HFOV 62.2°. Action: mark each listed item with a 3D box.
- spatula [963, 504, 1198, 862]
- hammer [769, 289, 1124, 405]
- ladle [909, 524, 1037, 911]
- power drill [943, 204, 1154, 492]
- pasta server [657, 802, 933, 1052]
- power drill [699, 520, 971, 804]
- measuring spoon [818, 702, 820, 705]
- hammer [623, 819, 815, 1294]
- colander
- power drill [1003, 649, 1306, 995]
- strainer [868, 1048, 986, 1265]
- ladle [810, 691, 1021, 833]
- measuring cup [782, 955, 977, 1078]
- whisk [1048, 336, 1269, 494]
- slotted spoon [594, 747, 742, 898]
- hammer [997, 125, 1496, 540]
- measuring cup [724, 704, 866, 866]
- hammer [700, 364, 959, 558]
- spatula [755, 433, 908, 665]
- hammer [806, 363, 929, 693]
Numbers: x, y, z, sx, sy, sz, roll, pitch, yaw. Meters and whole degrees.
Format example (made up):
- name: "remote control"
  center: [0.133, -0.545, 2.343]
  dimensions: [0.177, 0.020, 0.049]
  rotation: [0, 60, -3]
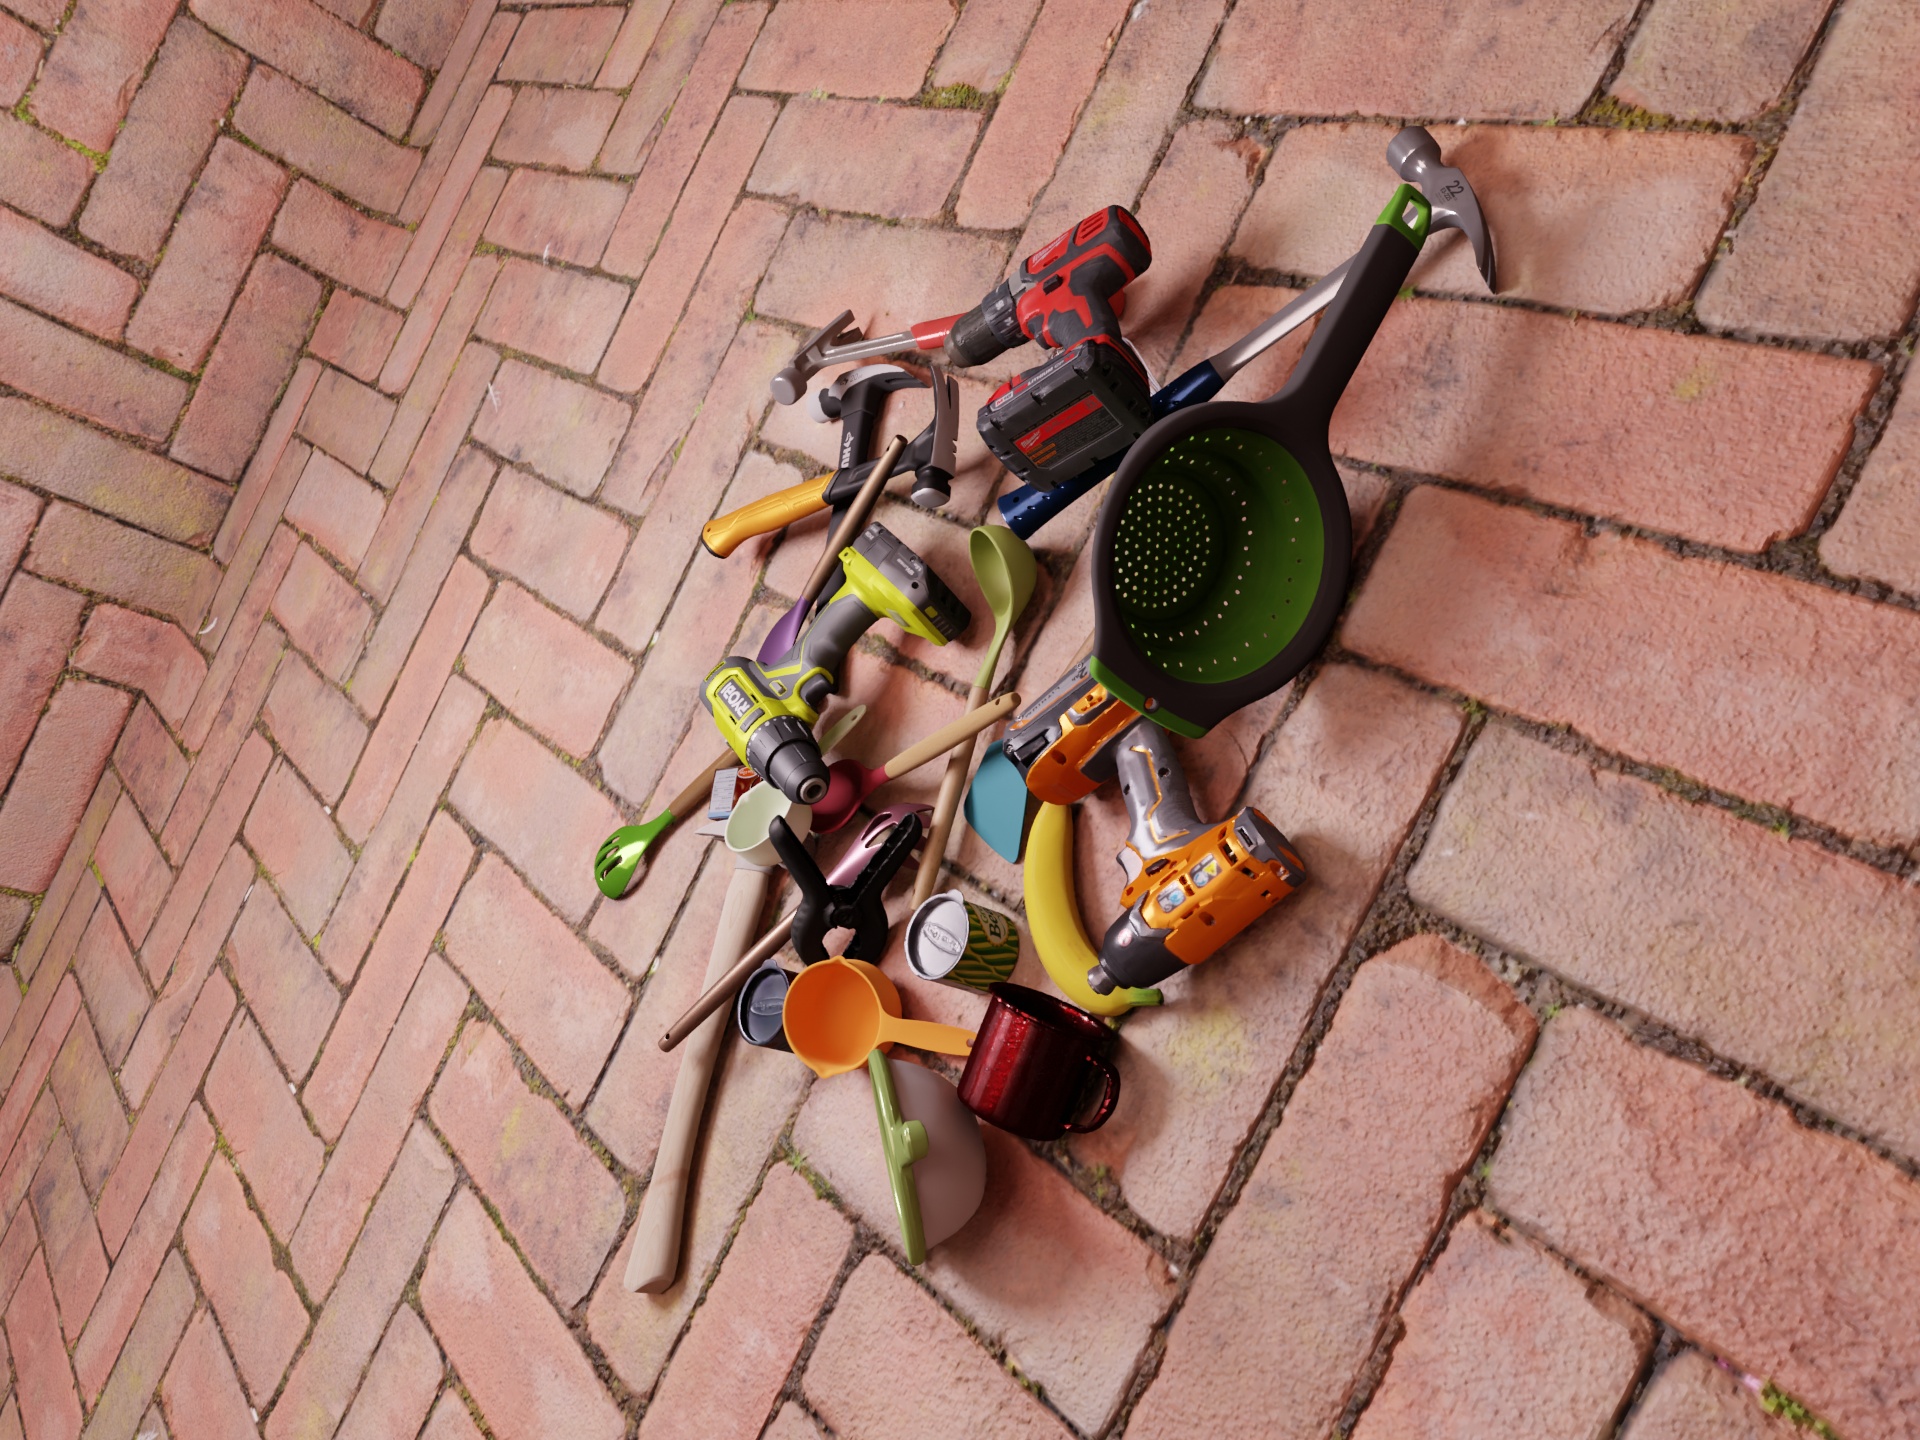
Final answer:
- name: "spatula"
  center: [0.099, -0.039, 1.229]
  dimensions: [0.317, 0.044, 0.082]
  rotation: [-54, 41, 5]
- name: "hammer"
  center: [-0.007, -0.360, 1.453]
  dimensions: [0.359, 0.036, 0.149]
  rotation: [-2, 37, 38]
- name: "ladle"
  center: [-0.002, -0.004, 1.282]
  dimensions: [0.078, 0.062, 0.320]
  rotation: [163, 124, -73]
- name: "power drill"
  center: [0.062, -0.282, 1.223]
  dimensions: [0.188, 0.080, 0.227]
  rotation: [-27, 41, 30]
- name: "pasta server"
  center: [-0.140, 0.177, 1.331]
  dimensions: [0.316, 0.040, 0.060]
  rotation: [-44, 46, 14]
- name: "power drill"
  center: [-0.105, -0.044, 1.350]
  dimensions: [0.228, 0.080, 0.191]
  rotation: [-45, 41, 0]
- name: "measuring spoon"
  center: [-0.156, 0.025, 1.468]
  dimensions: [0.021, 0.011, 0.117]
  rotation: [36, 102, 51]
- name: "hammer"
  center: [-0.232, 0.288, 1.399]
  dimensions: [0.146, 0.038, 0.411]
  rotation: [1, 73, 47]
- name: "colander"
  center: [0.197, -0.186, 1.087]
  dimensions: [0.397, 0.204, 0.095]
  rotation: [-61, 28, -2]
- name: "power drill"
  center: [0.117, 0.073, 1.106]
  dimensions: [0.164, 0.084, 0.227]
  rotation: [-42, 50, 14]
- name: "strainer"
  center: [-0.015, 0.286, 1.078]
  dimensions: [0.256, 0.069, 0.152]
  rotation: [106, 152, -71]
- name: "ladle"
  center: [-0.043, 0.031, 1.283]
  dimensions: [0.315, 0.031, 0.069]
  rotation: [-30, 47, 52]
- name: "measuring cup"
  center: [-0.051, 0.236, 1.237]
  dimensions: [0.174, 0.052, 0.095]
  rotation: [6, 87, 22]
- name: "whisk"
  center: [0.156, -0.238, 1.243]
  dimensions: [0.070, 0.070, 0.285]
  rotation: [-53, 47, 13]
- name: "slotted spoon"
  center: [-0.261, 0.071, 1.538]
  dimensions: [0.313, 0.031, 0.070]
  rotation: [-40, 47, 23]
- name: "hammer"
  center: [0.199, -0.259, 1.167]
  dimensions: [0.405, 0.035, 0.144]
  rotation: [-35, 57, 18]
- name: "measuring cup"
  center: [-0.131, 0.057, 1.366]
  dimensions: [0.167, 0.038, 0.083]
  rotation: [-47, 34, -7]
- name: "hammer"
  center: [-0.129, -0.220, 1.483]
  dimensions: [0.337, 0.034, 0.127]
  rotation: [-14, 63, 43]
- name: "spatula"
  center: [-0.126, -0.132, 1.433]
  dimensions: [0.315, 0.018, 0.060]
  rotation: [-55, 36, 33]
- name: "hammer"
  center: [-0.107, -0.183, 1.494]
  dimensions: [0.146, 0.035, 0.335]
  rotation: [-12, 63, 42]
